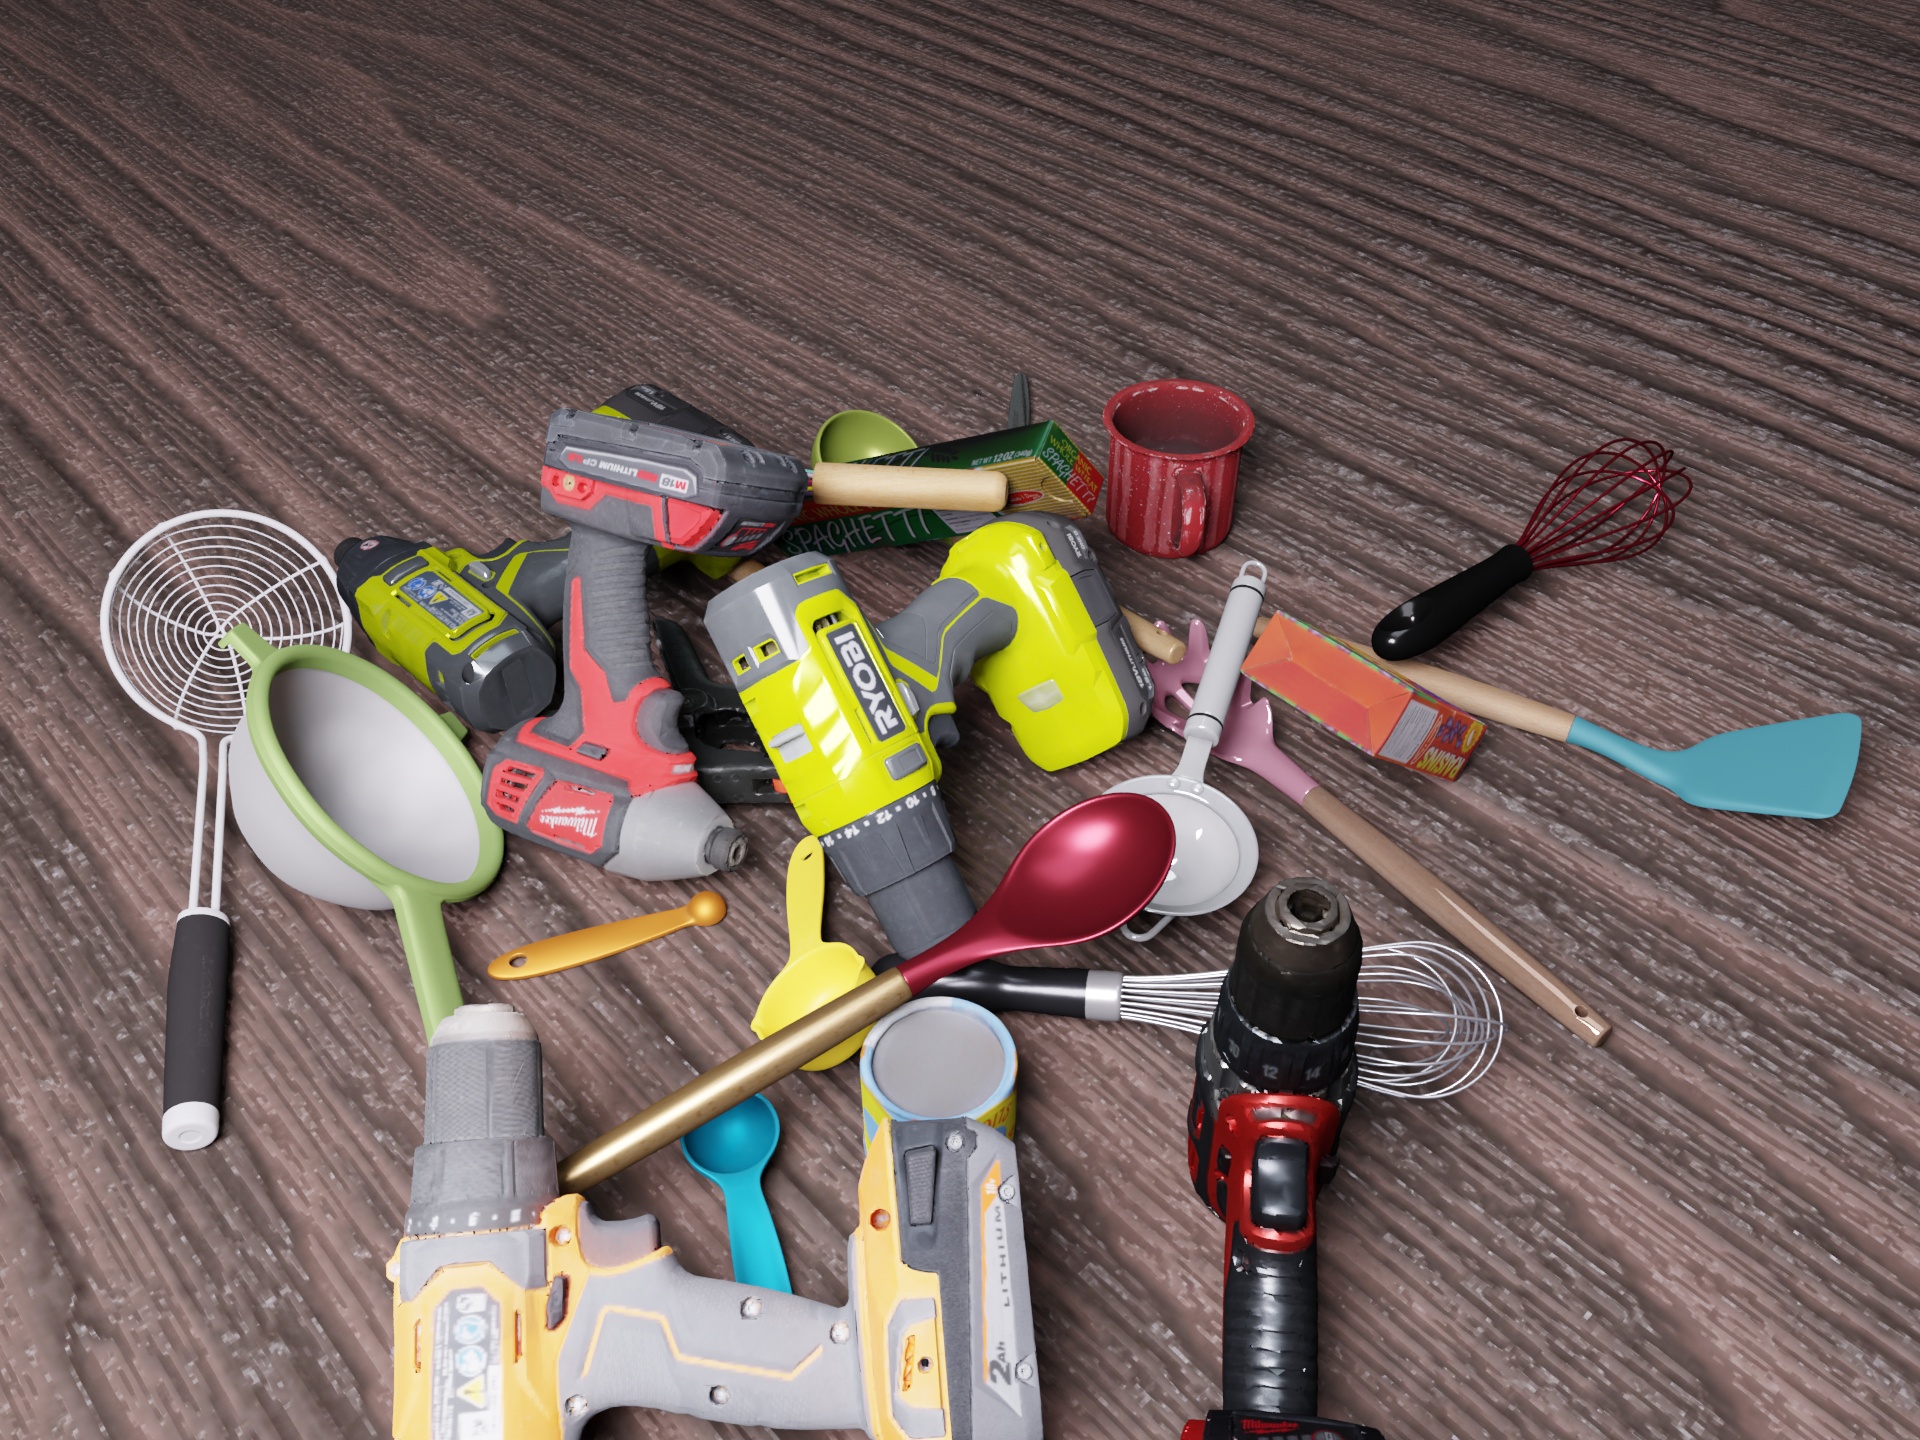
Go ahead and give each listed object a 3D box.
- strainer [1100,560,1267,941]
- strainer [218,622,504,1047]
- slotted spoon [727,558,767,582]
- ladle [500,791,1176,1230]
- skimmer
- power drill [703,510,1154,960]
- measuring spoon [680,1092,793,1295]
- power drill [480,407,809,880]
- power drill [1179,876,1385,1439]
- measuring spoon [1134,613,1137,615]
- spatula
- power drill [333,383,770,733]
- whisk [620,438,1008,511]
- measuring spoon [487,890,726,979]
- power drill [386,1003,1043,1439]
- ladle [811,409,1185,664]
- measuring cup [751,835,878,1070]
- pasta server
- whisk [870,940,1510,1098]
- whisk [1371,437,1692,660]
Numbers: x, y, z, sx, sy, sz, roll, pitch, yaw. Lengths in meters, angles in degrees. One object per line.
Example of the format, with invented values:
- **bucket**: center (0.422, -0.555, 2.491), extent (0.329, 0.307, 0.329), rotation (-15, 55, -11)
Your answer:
- **strainer**: center (0.123, 0.013, 0.811), extent (0.087, 0.050, 0.259), rotation (15, 57, 13)
- **strainer**: center (-0.280, 0.081, 0.750), extent (0.069, 0.151, 0.257), rotation (-36, 58, 14)
- **slotted spoon**: center (-0.121, -0.087, 0.971), extent (0.314, 0.031, 0.070), rotation (34, 55, 30)
- **ladle**: center (-0.045, 0.121, 0.652), extent (0.315, 0.031, 0.069), rotation (-29, 41, -13)
- **skimmer**: center (-0.367, 0.035, 0.789), extent (0.127, 0.090, 0.364), rotation (12, 36, -31)
- **power drill**: center (-0.001, -0.002, 0.770), extent (0.080, 0.190, 0.228), rotation (-26, 1, 40)
- **measuring spoon**: center (-0.085, 0.211, 0.650), extent (0.042, 0.021, 0.129), rotation (-11, 52, -12)
- **power drill**: center (-0.152, -0.031, 0.779), extent (0.143, 0.219, 0.078), rotation (17, 11, 23)
- **power drill**: center (0.112, 0.185, 0.550), extent (0.080, 0.187, 0.227), rotation (4, 46, 6)
- **measuring spoon**: center (0.050, -0.058, 0.941), extent (0.124, 0.018, 0.034), rotation (5, 42, 7)
- **spatula**: center (0.311, -0.013, 0.870), extent (0.318, 0.044, 0.082), rotation (20, 49, 23)
- **power drill**: center (-0.234, -0.101, 0.911), extent (0.171, 0.080, 0.223), rotation (33, 55, 31)
- **whisk**: center (-0.097, -0.123, 0.835), extent (0.245, 0.051, 0.047), rotation (4, 10, 9)
- **measuring spoon**: center (-0.170, 0.103, 0.769), extent (0.117, 0.011, 0.021), rotation (-15, 44, -15)
- **power drill**: center (-0.092, 0.190, 0.577), extent (0.226, 0.084, 0.185), rotation (-5, 73, -4)
- **ladle**: center (0.017, -0.111, 0.942), extent (0.078, 0.062, 0.320), rotation (-17, 35, -35)
- **measuring cup**: center (-0.066, 0.106, 0.755), extent (0.062, 0.029, 0.157), rotation (-32, 27, 11)
- **pasta server**: center (0.197, 0.051, 0.805), extent (0.060, 0.040, 0.317), rotation (-38, 53, -11)
- **whisk**: center (0.097, 0.126, 0.713), extent (0.284, 0.070, 0.070), rotation (3, 42, 12)
- **whisk**: center (0.340, -0.101, 0.941), extent (0.296, 0.073, 0.073), rotation (-29, 49, -31)
